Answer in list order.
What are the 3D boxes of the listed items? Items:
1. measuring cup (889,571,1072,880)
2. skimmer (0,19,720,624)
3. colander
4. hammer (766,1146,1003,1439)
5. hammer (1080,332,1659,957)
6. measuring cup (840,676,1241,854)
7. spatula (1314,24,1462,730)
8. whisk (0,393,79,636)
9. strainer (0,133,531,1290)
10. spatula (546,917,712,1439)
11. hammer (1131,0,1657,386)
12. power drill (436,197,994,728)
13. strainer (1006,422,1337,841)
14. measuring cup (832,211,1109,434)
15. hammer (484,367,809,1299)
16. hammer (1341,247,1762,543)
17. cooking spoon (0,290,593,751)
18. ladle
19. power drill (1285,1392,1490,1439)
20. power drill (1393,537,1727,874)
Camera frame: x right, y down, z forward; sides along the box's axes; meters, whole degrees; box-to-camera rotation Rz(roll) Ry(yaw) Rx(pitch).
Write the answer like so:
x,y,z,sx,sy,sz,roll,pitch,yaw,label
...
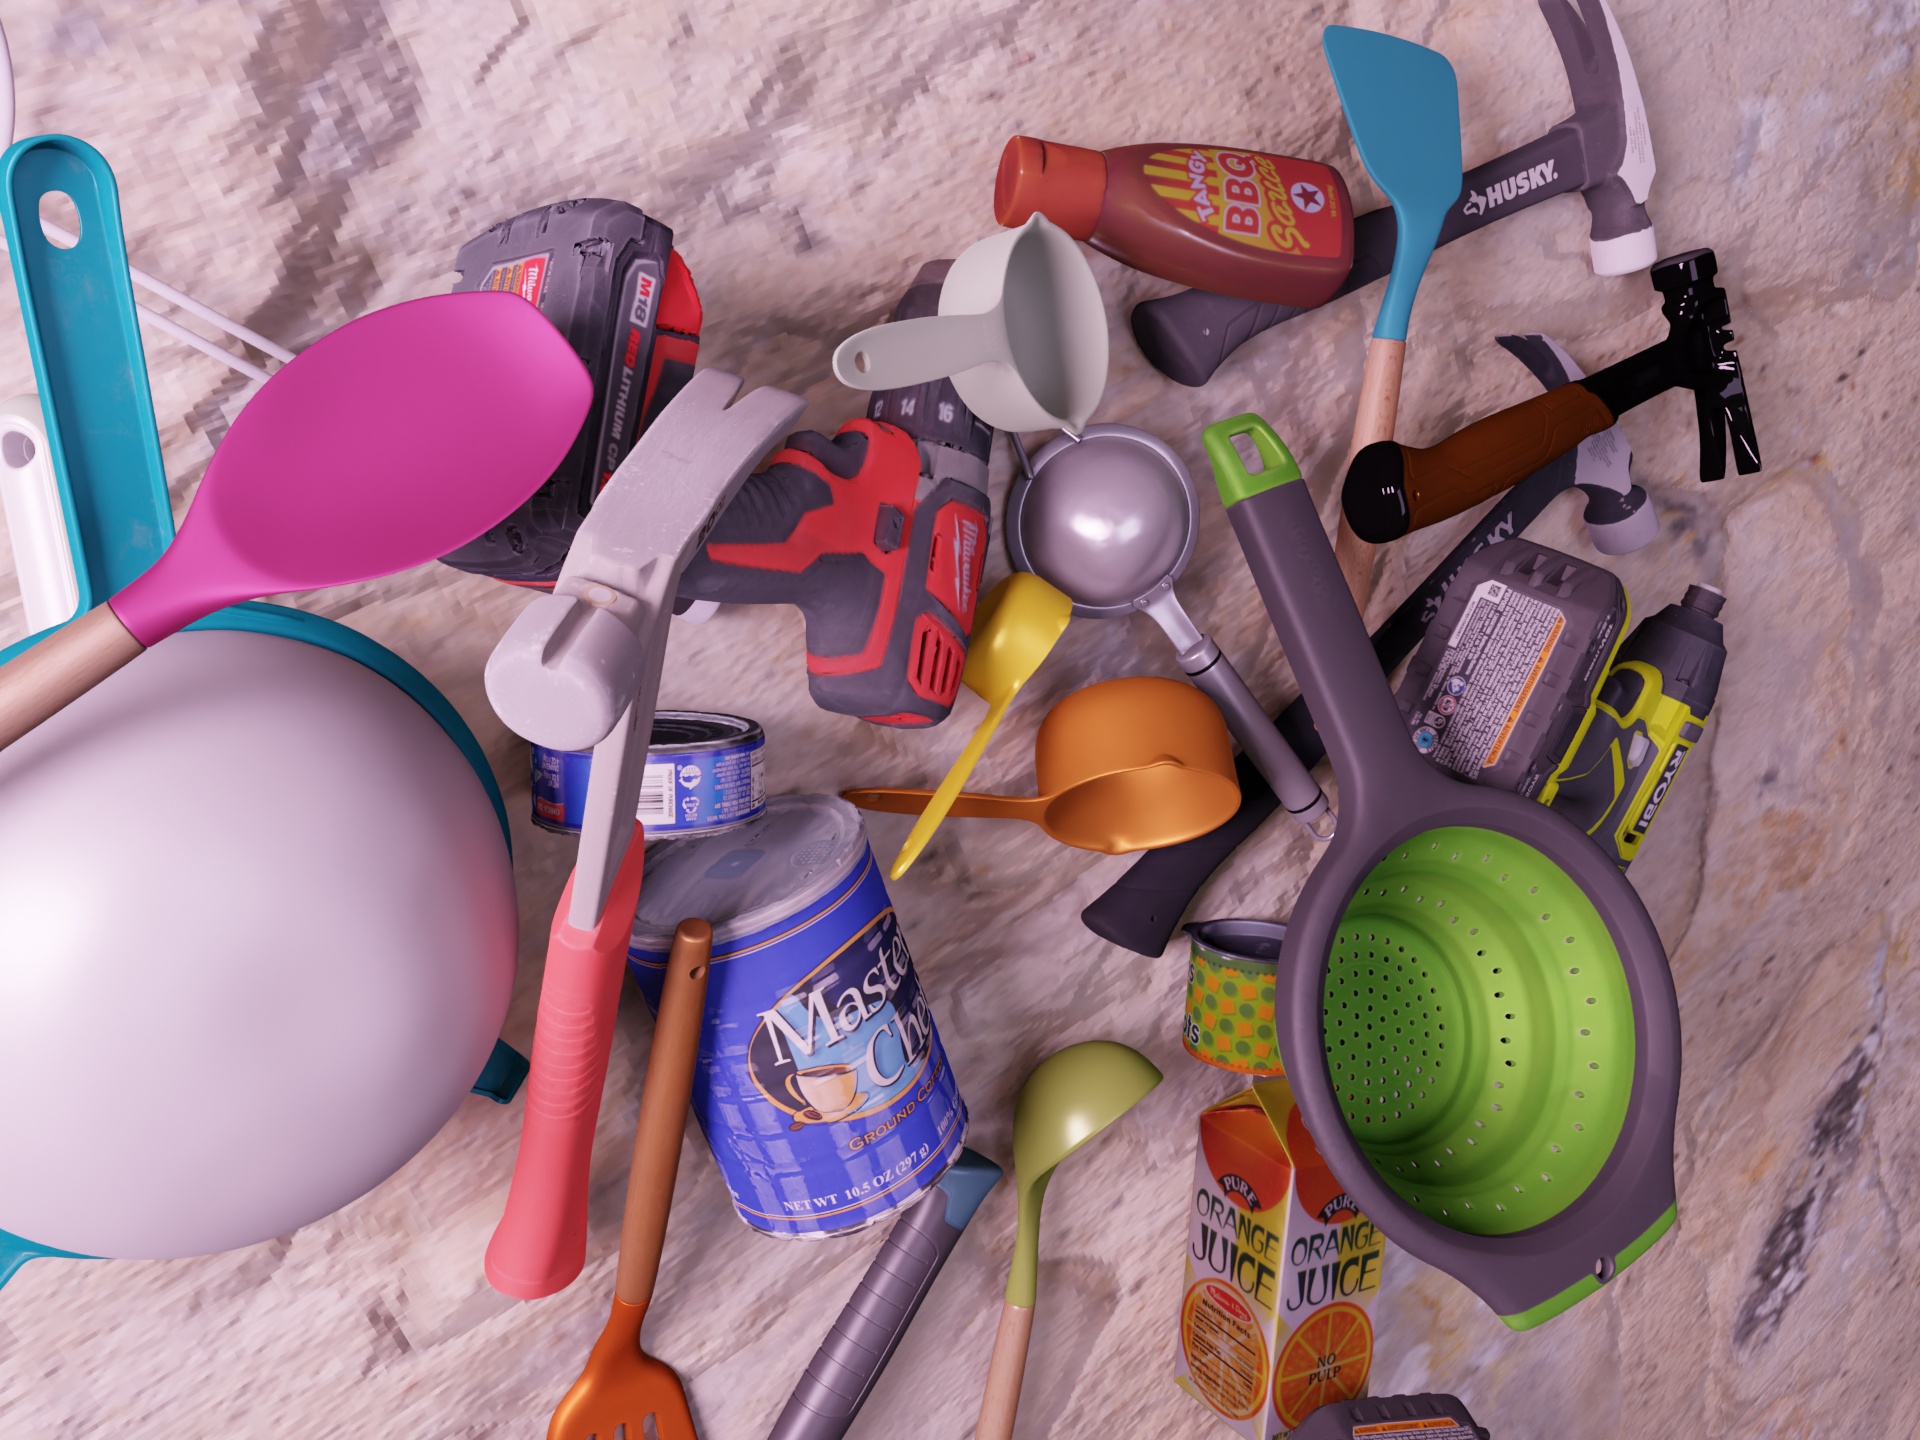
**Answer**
x,y,z,sx,sy,sz,roll,pitch,yaw,label
-0.001,-0.002,0.644,0.029,0.062,0.157,38,54,-11,measuring cup
-0.214,-0.115,0.492,0.363,0.090,0.127,29,80,-33,skimmer
0.178,0.060,0.707,0.204,0.094,0.397,-22,88,-25,colander
-0.080,0.330,0.683,0.331,0.033,0.128,-58,138,-14,hammer
0.207,-0.033,0.803,0.409,0.036,0.149,-43,117,-17,hammer
0.034,0.016,0.694,0.173,0.095,0.052,2,62,-8,measuring cup
0.187,-0.150,0.736,0.082,0.044,0.317,-3,106,-32,spatula
-0.275,0.020,0.509,0.058,0.059,0.246,-4,100,11,whisk
-0.212,0.013,0.451,0.211,0.095,0.340,-18,114,-40,strainer
-0.118,0.209,0.608,0.081,0.041,0.322,-7,127,-32,spatula
0.216,-0.243,0.767,0.335,0.035,0.146,-28,114,-24,hammer
-0.067,-0.107,0.572,0.226,0.080,0.188,17,80,-48,power drill
0.104,-0.036,0.713,0.087,0.050,0.258,-38,112,4,strainer
-0.003,-0.134,0.571,0.167,0.038,0.083,-27,109,-50,measuring cup
-0.116,0.069,0.508,0.036,0.149,0.358,19,130,1,hammer
0.299,-0.141,0.785,0.337,0.034,0.127,-25,103,-36,hammer
-0.230,-0.009,0.396,0.319,0.017,0.069,-38,86,-14,cooking spoon
0.035,0.302,0.750,0.078,0.062,0.320,-10,112,-67,ladle
0.162,0.444,0.804,0.190,0.080,0.228,13,120,-33,power drill
0.320,-0.009,0.820,0.223,0.080,0.171,14,104,-47,power drill
